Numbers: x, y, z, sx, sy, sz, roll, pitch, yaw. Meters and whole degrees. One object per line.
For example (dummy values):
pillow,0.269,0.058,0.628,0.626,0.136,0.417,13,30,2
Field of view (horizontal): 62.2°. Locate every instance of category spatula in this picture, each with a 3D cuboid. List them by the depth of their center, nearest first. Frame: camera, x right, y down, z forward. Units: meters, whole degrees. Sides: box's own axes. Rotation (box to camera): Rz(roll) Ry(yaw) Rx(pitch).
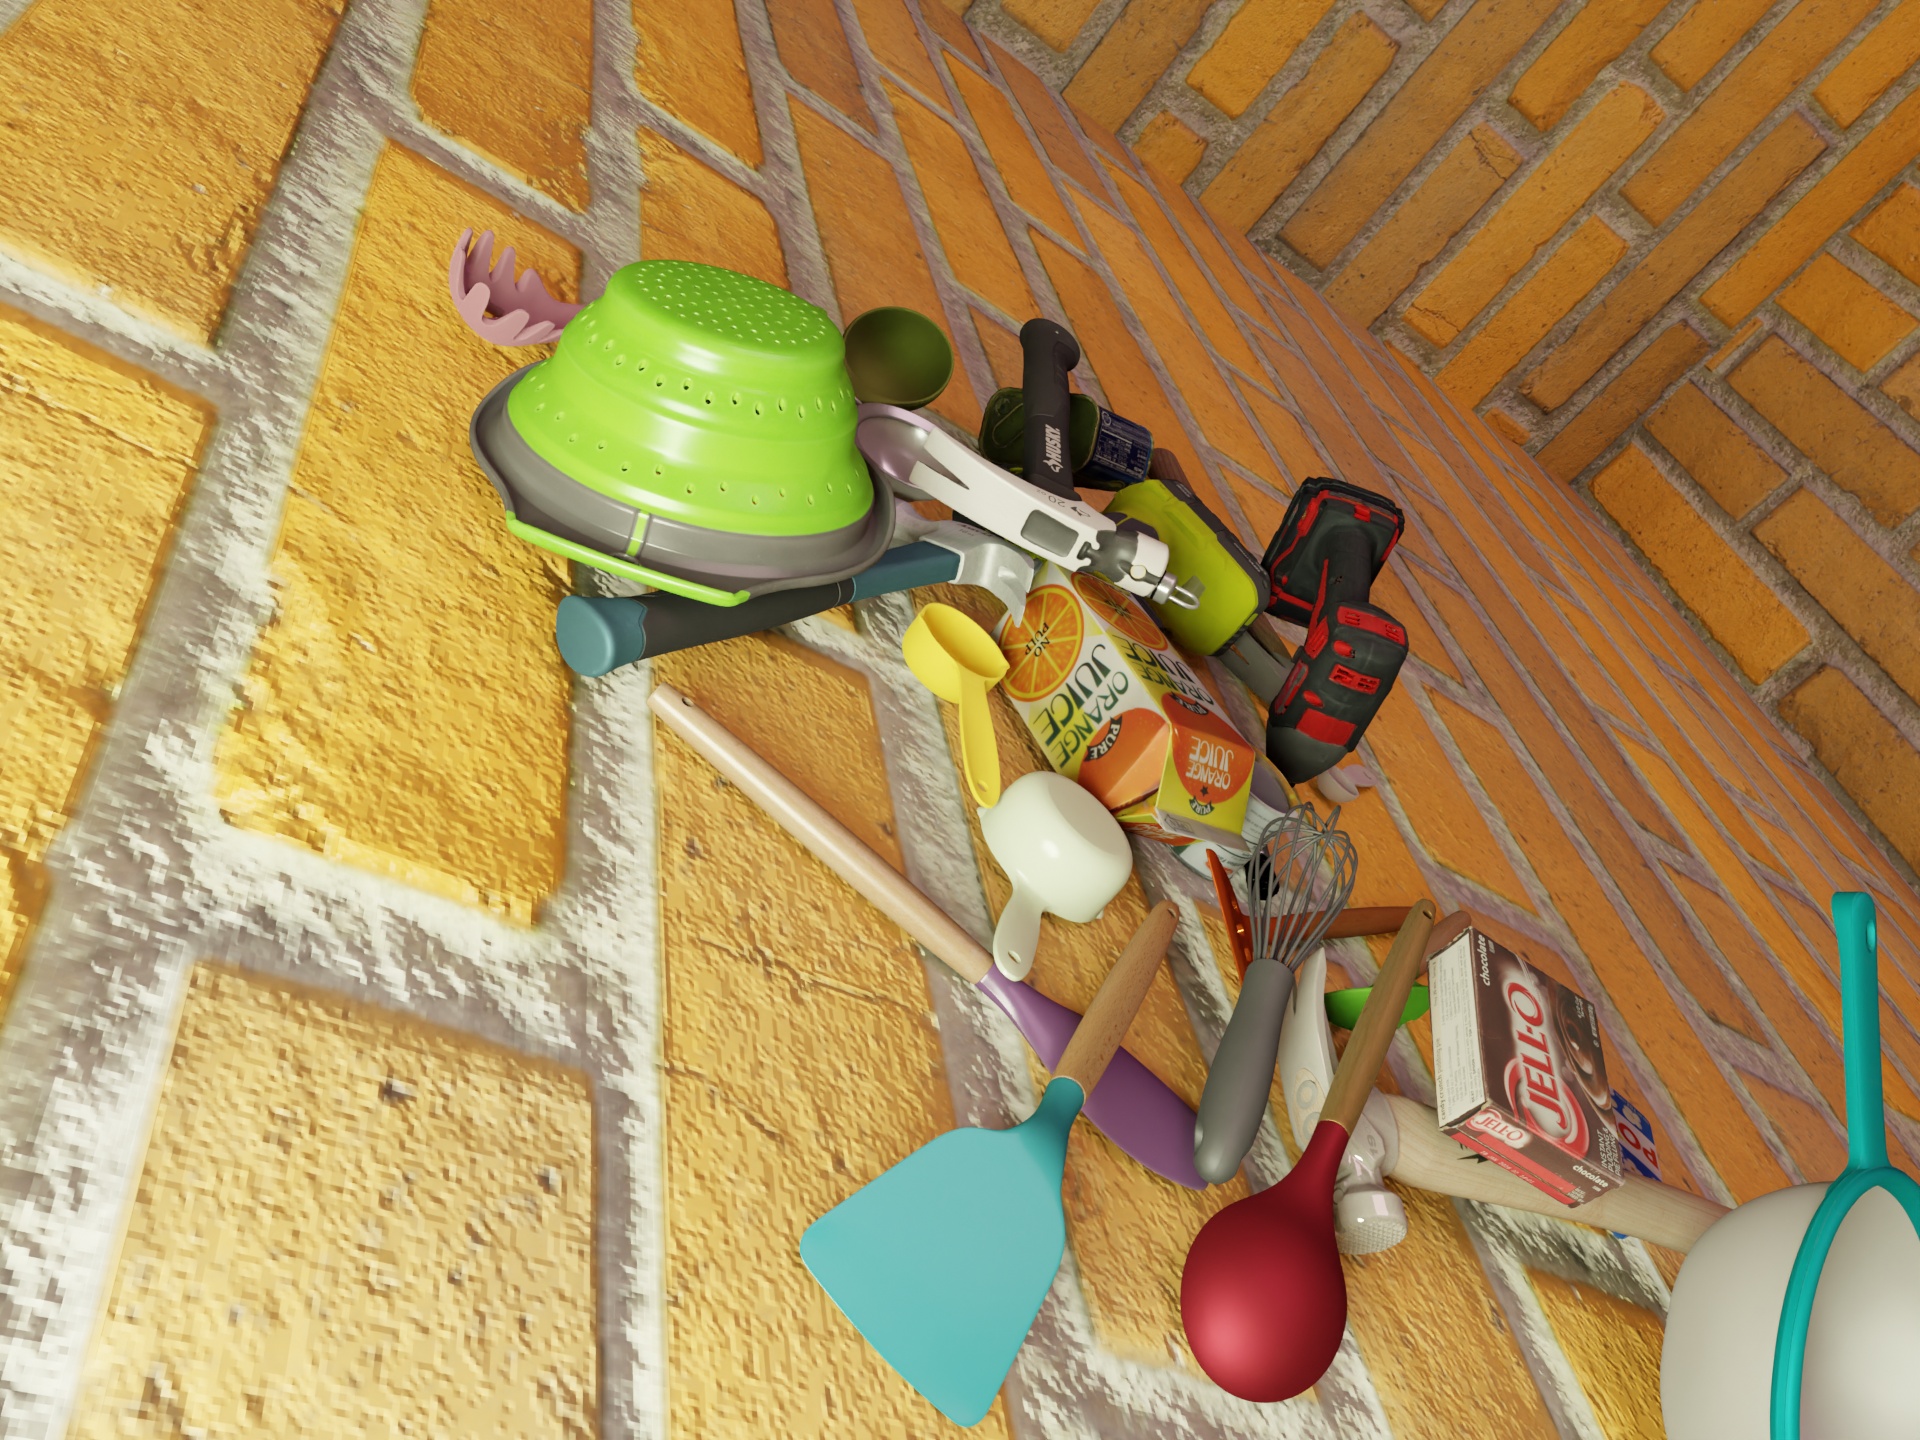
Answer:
spatula,0.041,0.142,0.638,0.082,0.044,0.317,45,26,3
spatula,-0.010,0.092,0.676,0.316,0.018,0.060,41,28,-4
spatula,0.213,0.117,0.917,0.322,0.041,0.081,6,67,-52

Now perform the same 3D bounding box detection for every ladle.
ladle,0.174,0.169,0.711,0.069,0.031,0.315,38,39,5
ladle,-0.090,-0.204,0.974,0.078,0.062,0.320,42,29,4

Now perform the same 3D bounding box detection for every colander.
colander,-0.109,-0.192,0.814,0.204,0.094,0.397,19,29,-4

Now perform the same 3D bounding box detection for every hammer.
hammer,-0.073,-0.066,0.780,0.128,0.033,0.331,23,23,25
hammer,0.330,0.240,0.837,0.410,0.038,0.146,23,42,-27
hammer,0.049,-0.189,1.000,0.146,0.035,0.335,23,30,-11
hammer,0.212,-0.119,1.286,0.130,0.031,0.332,23,32,-35

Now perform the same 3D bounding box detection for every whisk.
whisk,0.148,0.120,0.749,0.055,0.055,0.239,39,43,-7

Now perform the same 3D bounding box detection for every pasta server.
pasta server,-0.178,-0.231,0.911,0.060,0.040,0.316,56,27,8

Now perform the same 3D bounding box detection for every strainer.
strainer,0.406,0.255,0.781,0.210,0.095,0.340,11,78,-39
strainer,0.027,-0.125,0.954,0.258,0.050,0.087,28,35,5

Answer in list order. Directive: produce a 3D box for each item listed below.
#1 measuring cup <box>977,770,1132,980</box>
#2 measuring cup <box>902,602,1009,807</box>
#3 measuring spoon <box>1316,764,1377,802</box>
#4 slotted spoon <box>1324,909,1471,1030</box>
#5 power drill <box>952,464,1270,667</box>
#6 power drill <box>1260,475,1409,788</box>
measuring cup,0.043,0.072,0.738,0.083,0.038,0.168,41,19,-4
measuring cup,-0.001,-0.003,0.823,0.062,0.029,0.157,28,32,-26
measuring spoon,0.282,0.046,1.158,0.034,0.018,0.124,49,20,18
slotted spoon,0.278,0.146,0.963,0.313,0.070,0.031,-7,85,-63
power drill,0.117,-0.088,1.058,0.191,0.080,0.228,49,30,16
power drill,0.249,-0.058,1.091,0.078,0.143,0.220,19,39,-3
